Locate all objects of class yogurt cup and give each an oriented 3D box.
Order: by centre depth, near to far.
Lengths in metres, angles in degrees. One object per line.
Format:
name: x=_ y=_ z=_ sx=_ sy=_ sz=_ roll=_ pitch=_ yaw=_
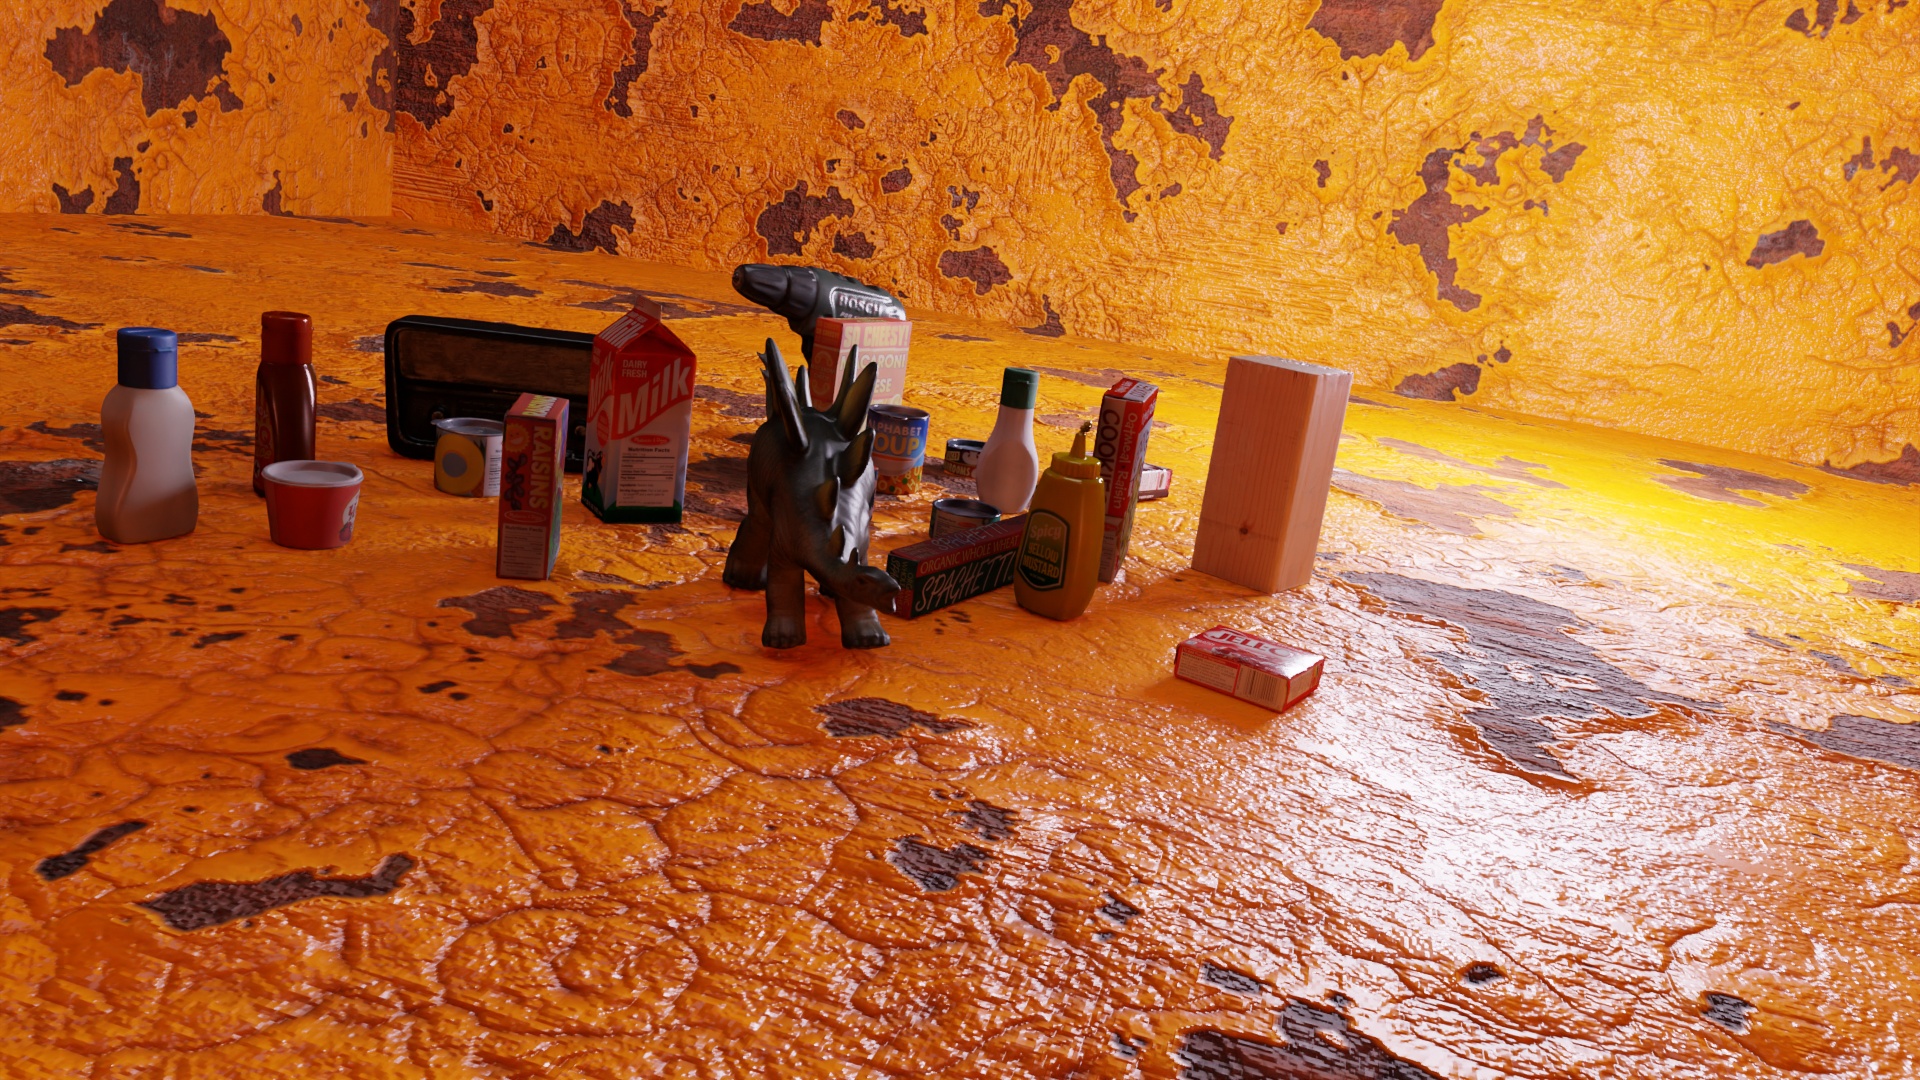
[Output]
yogurt cup: x=-0.481 y=-0.026 z=1.031 sx=0.072 sy=0.053 sz=0.072 roll=8 pitch=15 yaw=-2

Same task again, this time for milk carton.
milk carton: x=-0.279 y=-0.115 z=1.209 sx=0.073 sy=0.190 sz=0.072 roll=-1 pitch=17 yaw=-31

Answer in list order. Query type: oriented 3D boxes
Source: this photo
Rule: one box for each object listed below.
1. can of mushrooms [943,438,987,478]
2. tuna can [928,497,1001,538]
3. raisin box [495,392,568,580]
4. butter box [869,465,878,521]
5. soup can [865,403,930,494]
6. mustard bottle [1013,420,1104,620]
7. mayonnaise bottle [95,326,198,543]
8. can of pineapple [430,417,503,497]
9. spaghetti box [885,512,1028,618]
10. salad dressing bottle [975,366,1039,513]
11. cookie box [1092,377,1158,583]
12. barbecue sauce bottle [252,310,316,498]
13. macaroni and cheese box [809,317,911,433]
can of mushrooms: x=0.012 y=-0.094 z=1.595 sx=0.071 sy=0.033 sz=0.071 roll=8 pitch=15 yaw=-2
tuna can: x=0.005 y=-0.016 z=1.303 sx=0.071 sy=0.032 sz=0.071 roll=8 pitch=15 yaw=-2
raisin box: x=-0.321 y=-0.041 z=1.042 sx=0.040 sy=0.123 sz=0.086 roll=6 pitch=15 yaw=-11
butter box: x=-0.129 y=-0.046 z=1.299 sx=0.104 sy=0.053 sz=0.024 roll=-1 pitch=17 yaw=-32
soup can: x=-0.070 y=-0.095 z=1.456 sx=0.071 sy=0.083 sz=0.071 roll=8 pitch=15 yaw=-2
mustard bottle: x=0.084 y=-0.019 z=1.109 sx=0.065 sy=0.159 sz=0.049 roll=19 pitch=18 yaw=37
mayonnaise bottle: x=-0.573 y=-0.075 z=0.979 sx=0.041 sy=0.147 sz=0.065 roll=15 pitch=16 yaw=24
can of pineapple: x=-0.432 y=-0.074 z=1.229 sx=0.071 sy=0.057 sz=0.071 roll=8 pitch=15 yaw=-2
spaghetti box: x=0.017 y=0.016 z=1.156 sx=0.029 sy=0.050 sz=0.251 roll=17 pitch=17 yaw=28
salad dressing bottle: x=0.053 y=-0.103 z=1.431 sx=0.064 sy=0.147 sz=0.044 roll=7 pitch=14 yaw=-5
cookie box: x=0.142 y=-0.058 z=1.274 sx=0.040 sy=0.167 sz=0.123 roll=11 pitch=15 yaw=11
barbecue sauce bottle: x=-0.544 y=-0.109 z=1.120 sx=0.044 sy=0.148 sz=0.065 roll=-4 pitch=19 yaw=-41
macaroni and cheese box: x=-0.114 y=-0.157 z=1.500 sx=0.040 sy=0.166 sz=0.124 roll=17 pitch=17 yaw=31
